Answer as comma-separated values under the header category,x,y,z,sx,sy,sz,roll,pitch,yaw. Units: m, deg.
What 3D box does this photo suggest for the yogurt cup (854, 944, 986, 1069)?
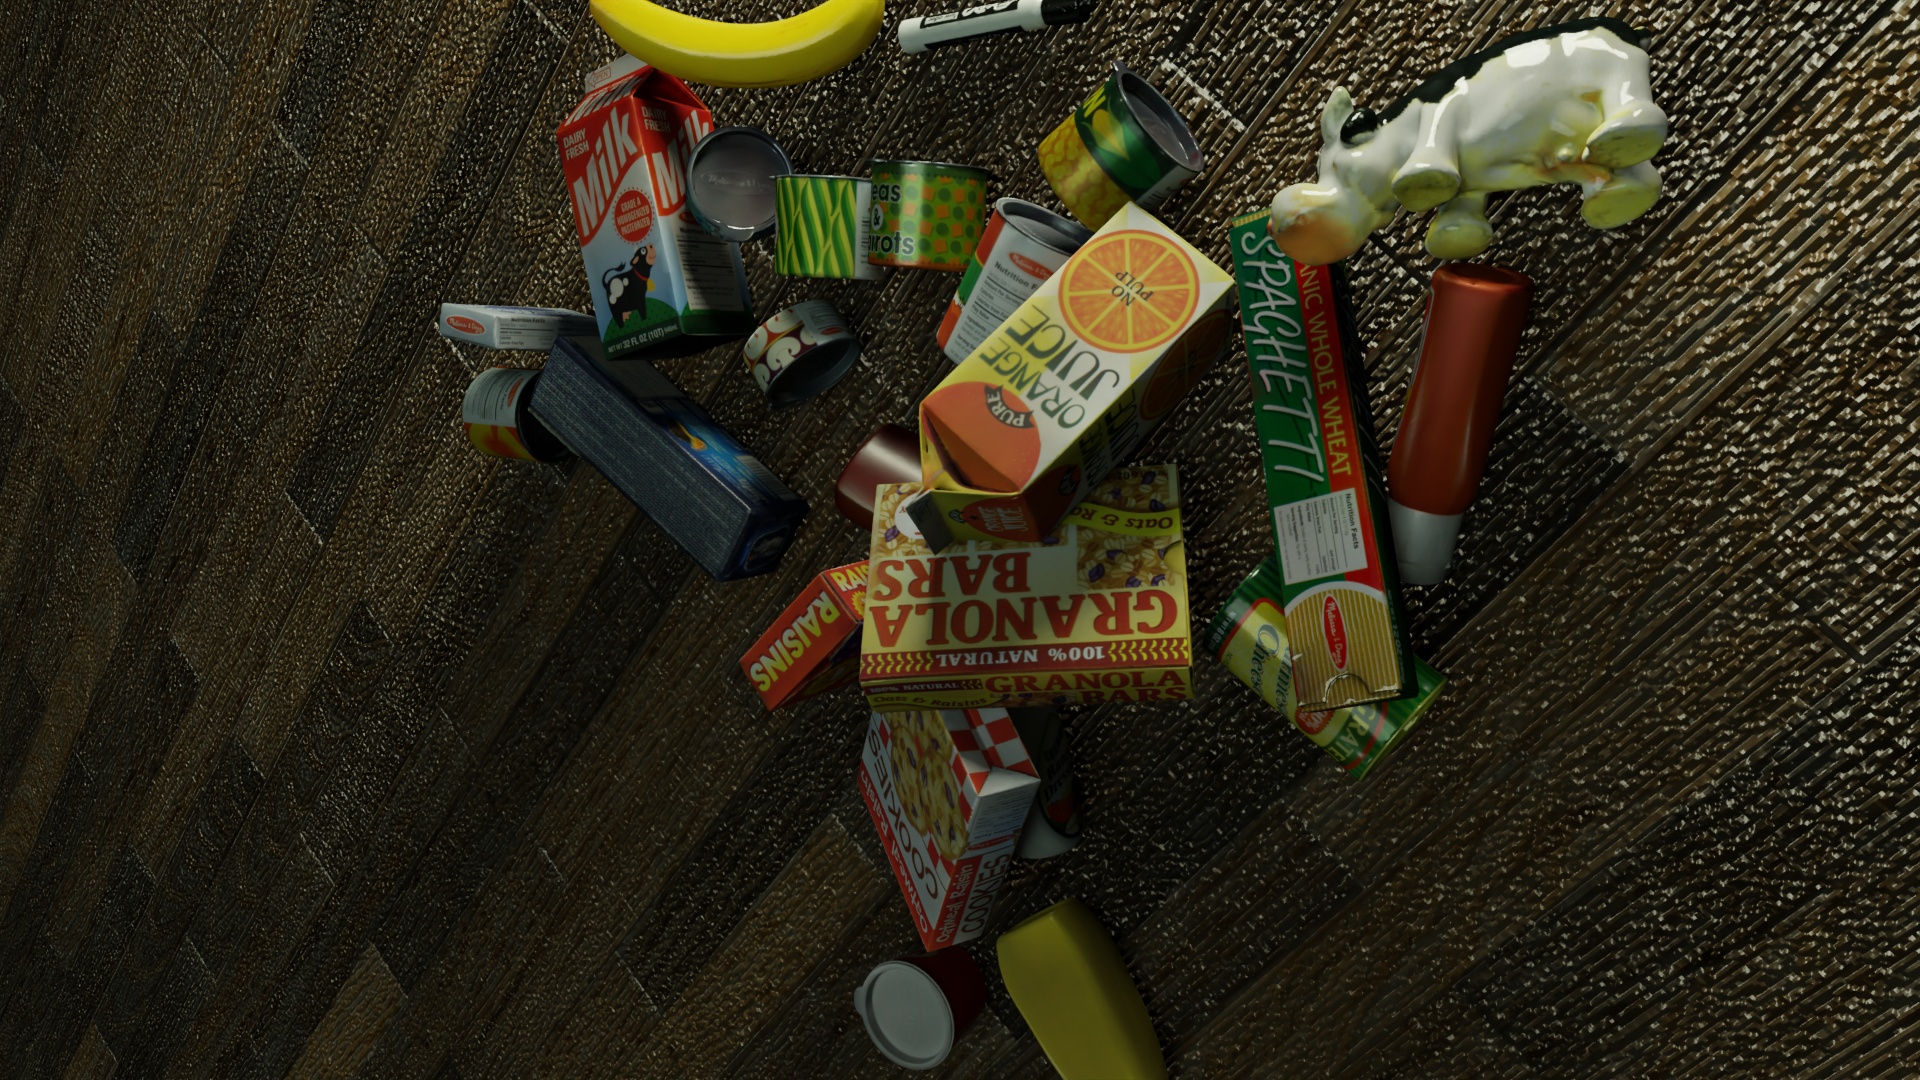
category,x,y,z,sx,sy,sz,roll,pitch,yaw
yogurt cup,-0.020,0.285,0.863,0.072,0.054,0.072,6,101,32

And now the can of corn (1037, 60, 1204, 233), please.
category,x,y,z,sx,sy,sz,roll,pitch,yaw
can of corn,0.081,-0.200,0.717,0.058,0.071,0.071,-37,78,32

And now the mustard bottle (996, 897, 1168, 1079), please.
category,x,y,z,sx,sy,sz,roll,pitch,yaw
mustard bottle,0.082,0.290,0.803,0.065,0.049,0.160,-34,80,32

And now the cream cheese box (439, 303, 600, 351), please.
category,x,y,z,sx,sy,sz,roll,pitch,yaw
cream cheese box,-0.292,-0.144,0.942,0.053,0.104,0.024,17,104,28

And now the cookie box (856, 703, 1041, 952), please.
category,x,y,z,sx,sy,sz,roll,pitch,yaw
cookie box,-0.011,0.135,0.783,0.166,0.040,0.123,104,148,-45

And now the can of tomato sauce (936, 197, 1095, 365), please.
category,x,y,z,sx,sy,sz,roll,pitch,yaw
can of tomato sauce,0.033,-0.134,0.758,0.071,0.071,0.082,39,120,21

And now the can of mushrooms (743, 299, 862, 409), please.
category,x,y,z,sx,sy,sz,roll,pitch,yaw
can of mushrooms,-0.098,-0.113,0.844,0.070,0.071,0.033,-40,76,31

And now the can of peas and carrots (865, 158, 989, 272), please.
category,x,y,z,sx,sy,sz,roll,pitch,yaw
can of peas and carrots,-0.021,-0.182,0.783,0.071,0.071,0.058,11,104,31

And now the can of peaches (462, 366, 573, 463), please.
category,x,y,z,sx,sy,sz,roll,pitch,yaw
can of peaches,-0.306,-0.088,0.983,0.058,0.071,0.071,7,101,31

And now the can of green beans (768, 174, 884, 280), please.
category,x,y,z,sx,sy,sz,roll,pitch,yaw
can of green beans,-0.077,-0.185,0.821,0.071,0.071,0.057,10,103,31

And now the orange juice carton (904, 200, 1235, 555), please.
category,x,y,z,sx,sy,sz,roll,pitch,yaw
orange juice carton,0.048,-0.070,0.699,0.193,0.071,0.073,-45,69,-8

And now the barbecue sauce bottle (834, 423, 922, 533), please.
category,x,y,z,sx,sy,sz,roll,pitch,yaw
barbecue sauce bottle,0.003,-0.010,0.803,0.149,0.065,0.043,29,153,18

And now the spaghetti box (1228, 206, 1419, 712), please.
category,x,y,z,sx,sy,sz,roll,pitch,yaw
spaghetti box,0.172,-0.045,0.664,0.050,0.029,0.250,-15,72,33

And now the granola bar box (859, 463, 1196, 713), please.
category,x,y,z,sx,sy,sz,roll,pitch,yaw
granola bar box,0.035,0.024,0.722,0.165,0.039,0.125,-4,55,9

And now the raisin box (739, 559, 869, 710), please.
category,x,y,z,sx,sy,sz,roll,pitch,yaw
raisin box,-0.058,0.049,0.810,0.085,0.124,0.040,-45,73,29

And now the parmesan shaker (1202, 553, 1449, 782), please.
category,x,y,z,sx,sy,sz,roll,pitch,yaw
parmesan shaker,0.180,0.063,0.696,0.103,0.071,0.071,41,117,21

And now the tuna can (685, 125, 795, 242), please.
category,x,y,z,sx,sy,sz,roll,pitch,yaw
tuna can,-0.136,-0.215,0.852,0.071,0.033,0.071,0,89,-12

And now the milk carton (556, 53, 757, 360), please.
category,x,y,z,sx,sy,sz,roll,pitch,yaw
milk carton,-0.198,-0.216,0.888,0.072,0.073,0.190,-11,91,33

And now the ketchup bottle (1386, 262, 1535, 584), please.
category,x,y,z,sx,sy,sz,roll,pitch,yaw
ketchup bottle,0.228,-0.053,0.652,0.043,0.065,0.148,18,115,24

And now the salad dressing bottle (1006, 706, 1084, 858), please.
category,x,y,z,sx,sy,sz,roll,pitch,yaw
salad dressing bottle,0.034,0.105,0.786,0.044,0.064,0.147,-5,107,29
